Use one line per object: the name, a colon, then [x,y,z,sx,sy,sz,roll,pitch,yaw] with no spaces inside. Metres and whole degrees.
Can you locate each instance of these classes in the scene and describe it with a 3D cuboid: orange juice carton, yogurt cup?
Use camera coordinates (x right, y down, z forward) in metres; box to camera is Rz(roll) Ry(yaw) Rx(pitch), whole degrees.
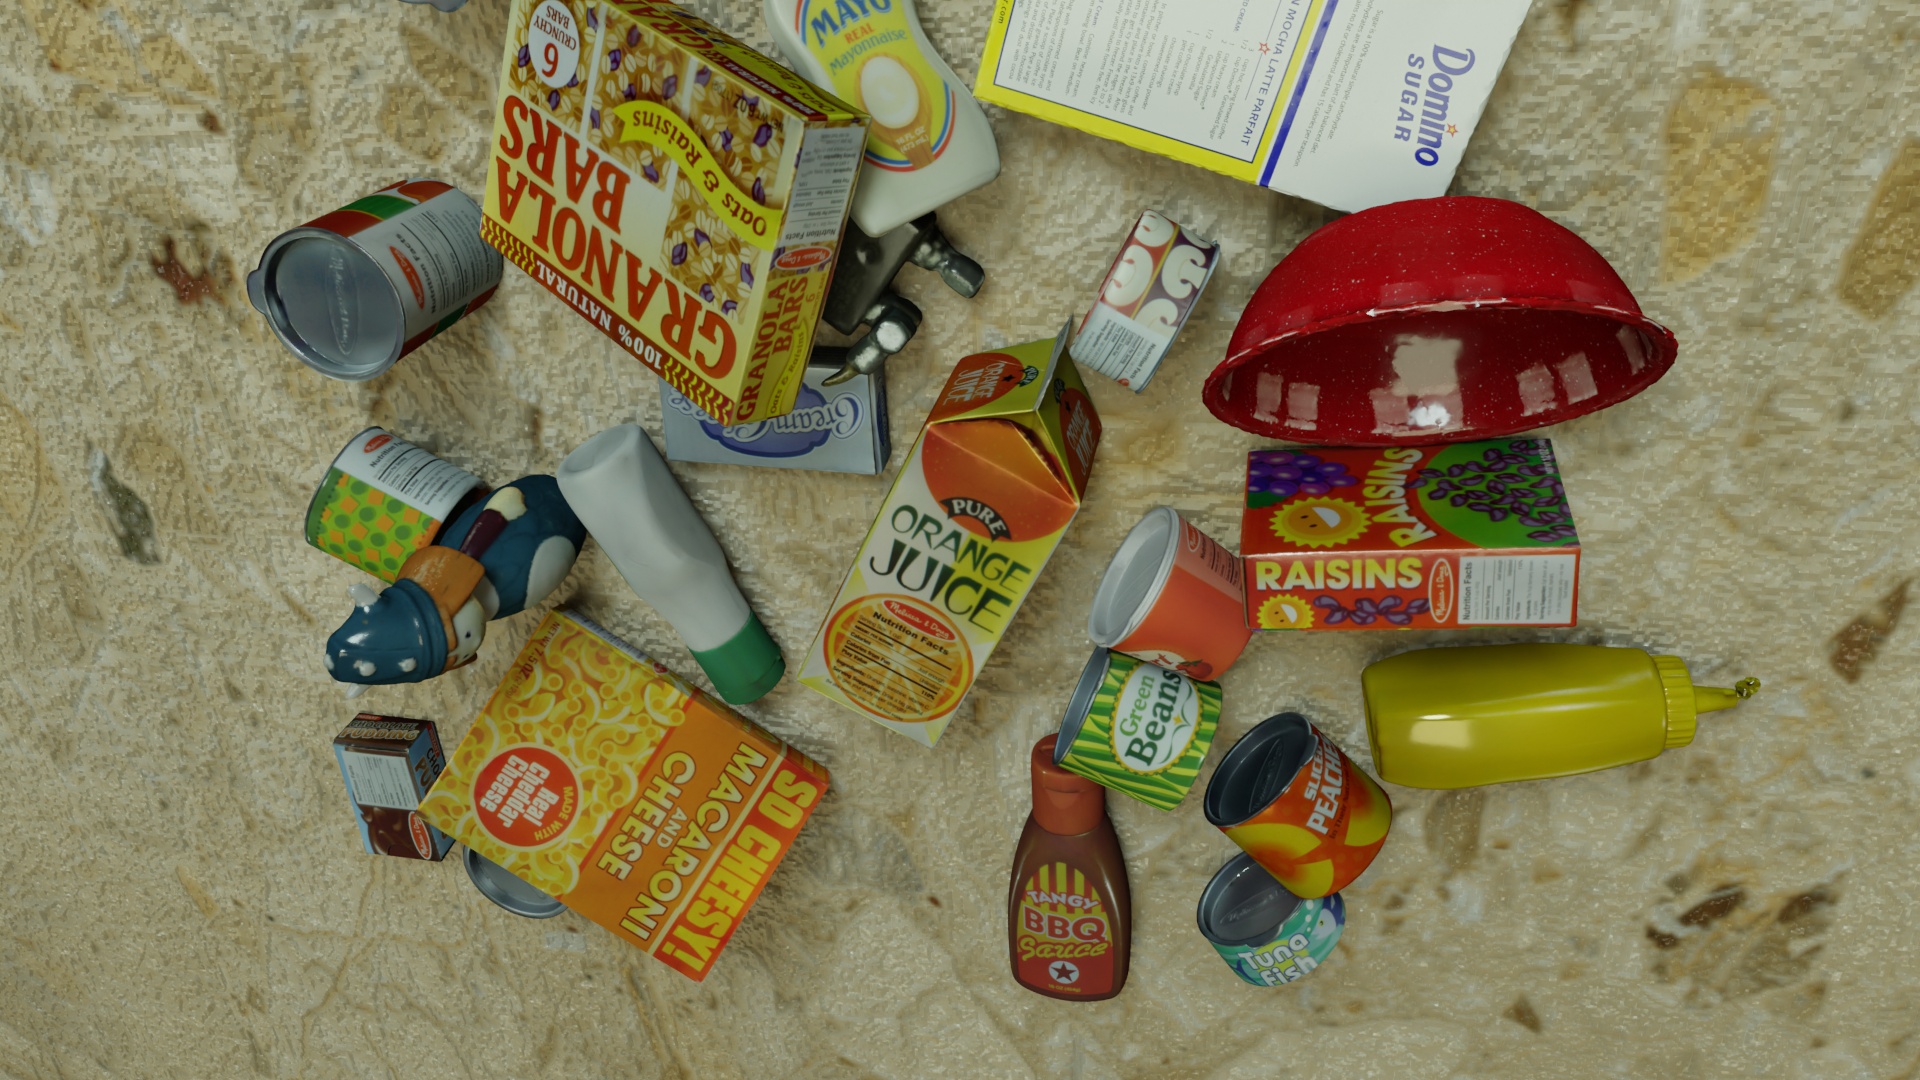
orange juice carton: [0.002,-0.008,0.609,0.073,0.072,0.191,27,122,-2]
yogurt cup: [0.096,0.026,0.610,0.054,0.073,0.072,28,122,-12]

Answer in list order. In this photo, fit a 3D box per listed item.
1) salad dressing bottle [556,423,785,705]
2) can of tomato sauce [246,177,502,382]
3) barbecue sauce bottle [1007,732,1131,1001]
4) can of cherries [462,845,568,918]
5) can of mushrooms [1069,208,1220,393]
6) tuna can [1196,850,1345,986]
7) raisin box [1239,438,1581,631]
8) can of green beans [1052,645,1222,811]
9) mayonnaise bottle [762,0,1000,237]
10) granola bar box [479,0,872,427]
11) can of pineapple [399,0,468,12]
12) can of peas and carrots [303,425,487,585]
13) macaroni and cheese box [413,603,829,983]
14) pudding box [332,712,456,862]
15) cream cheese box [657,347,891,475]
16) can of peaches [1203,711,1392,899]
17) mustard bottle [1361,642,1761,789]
salad dressing bottle: [-0.134,0.015,0.664,0.044,0.064,0.147,-25,119,7]
can of tomato sauce: [-0.251,-0.115,0.604,0.071,0.083,0.070,6,120,11]
barbecue sauce bottle: [0.056,0.167,0.710,0.065,0.044,0.147,5,119,13]
can of cherries: [-0.228,0.165,0.770,0.071,0.059,0.071,6,119,11]
can of mushrooms: [0.073,-0.096,0.547,0.033,0.071,0.070,27,122,-1]
tuna can: [0.152,0.184,0.679,0.071,0.071,0.032,-29,109,26]
raisin box: [0.177,-0.003,0.560,0.123,0.086,0.040,-1,123,15]
can of green beans: [0.082,0.085,0.644,0.058,0.071,0.071,23,122,0]
mayonnaise bottle: [-0.041,-0.193,0.524,0.065,0.041,0.147,-27,103,-1]
granola bar box: [-0.117,-0.139,0.541,0.166,0.039,0.123,37,124,26]
can of pineapple: [-0.200,-0.244,0.535,0.071,0.058,0.070,6,120,11]
can of peas and carrots: [-0.275,-0.012,0.678,0.059,0.071,0.070,27,122,-3]
macaroni and cheese box: [-0.170,0.128,0.714,0.166,0.040,0.123,33,88,-6]
pudding box: [-0.322,0.142,0.797,0.050,0.030,0.083,3,119,11]
cream cheese box: [-0.085,-0.061,0.628,0.104,0.024,0.053,5,120,11]
can of peaches: [0.158,0.123,0.645,0.058,0.071,0.071,42,120,-12]
mustard bottle: [0.258,0.073,0.597,0.160,0.065,0.048,-5,113,12]
